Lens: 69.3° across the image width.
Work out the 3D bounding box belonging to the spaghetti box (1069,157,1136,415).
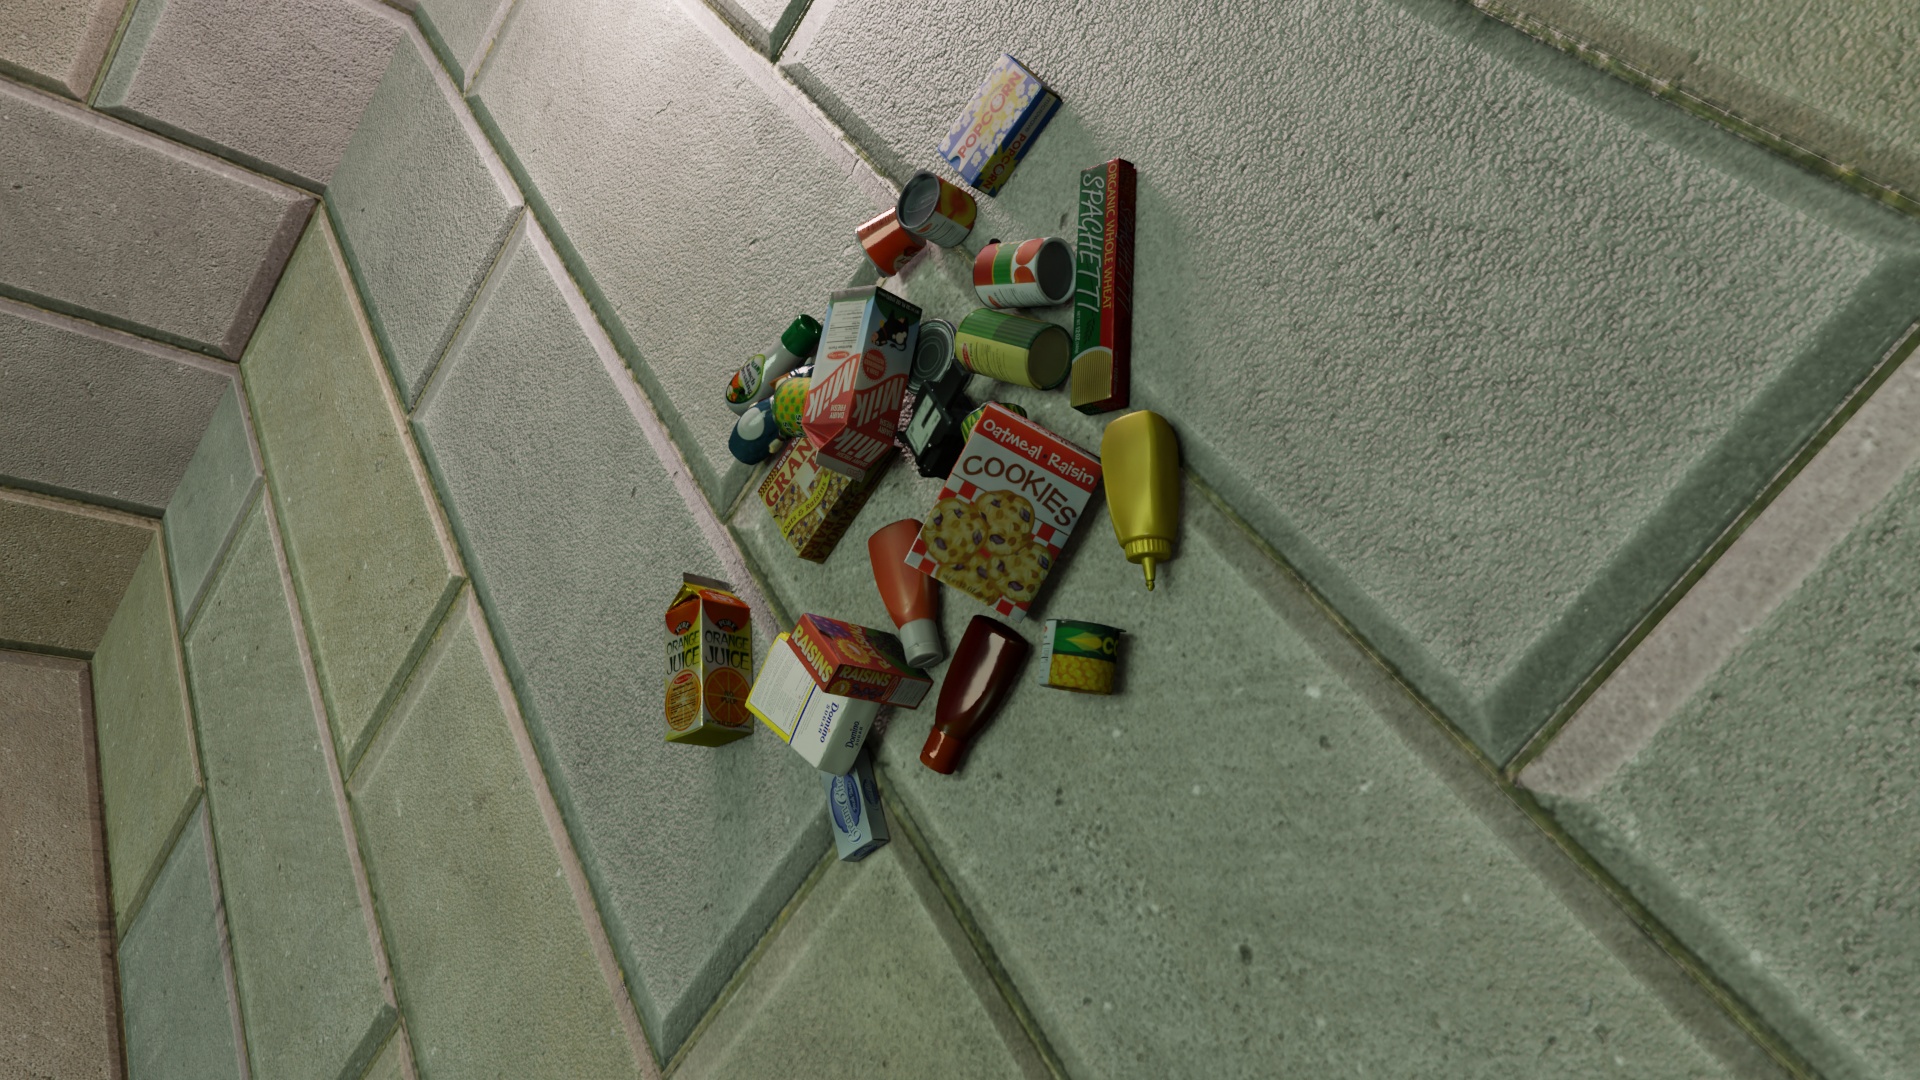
[{"bbox_3d":[0.136,-0.243,1.317,0.050,0.028,0.250,-10,70,42],"label":"spaghetti box"}]

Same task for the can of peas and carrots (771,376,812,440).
[{"bbox_3d":[-0.160,-0.140,1.489,0.058,0.071,0.071,8,83,45],"label":"can of peas and carrots"}]

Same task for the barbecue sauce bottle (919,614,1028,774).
[{"bbox_3d":[0.008,0.147,1.306,0.065,0.043,0.148,34,102,45],"label":"barbecue sauce bottle"}]

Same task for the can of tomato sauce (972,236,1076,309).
[{"bbox_3d":[0.064,-0.264,1.367,0.083,0.071,0.071,5,81,45],"label":"can of tomato sauce"}]

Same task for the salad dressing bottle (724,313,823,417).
[{"bbox_3d":[-0.220,-0.207,1.644,0.147,0.044,0.064,-42,50,27],"label":"salad dressing bottle"}]

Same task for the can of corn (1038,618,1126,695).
[{"bbox_3d":[0.106,0.102,1.210,0.071,0.071,0.058,0,78,45],"label":"can of corn"}]

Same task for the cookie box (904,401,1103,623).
[{"bbox_3d":[0.042,-0.027,1.281,0.123,0.040,0.167,28,100,1],"label":"cookie box"}]

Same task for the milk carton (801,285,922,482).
[{"bbox_3d":[-0.106,-0.161,1.444,0.073,0.072,0.191,3,77,43],"label":"milk carton"}]

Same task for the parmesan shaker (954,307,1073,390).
[{"bbox_3d":[0.054,-0.185,1.356,0.103,0.071,0.071,22,93,45],"label":"parmesan shaker"}]

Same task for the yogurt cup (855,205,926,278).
[{"bbox_3d":[-0.074,-0.332,1.529,0.054,0.072,0.072,-31,57,25],"label":"yogurt cup"}]

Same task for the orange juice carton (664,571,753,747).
[{"bbox_3d":[-0.288,0.131,1.581,0.073,0.072,0.193,-23,62,38],"label":"orange juice carton"}]

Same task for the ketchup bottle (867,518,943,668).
[{"bbox_3d":[-0.051,0.054,1.392,0.064,0.043,0.149,-27,59,22],"label":"ketchup bottle"}]

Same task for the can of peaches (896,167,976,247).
[{"bbox_3d":[-0.025,-0.357,1.492,0.071,0.058,0.071,-17,65,41],"label":"can of peaches"}]

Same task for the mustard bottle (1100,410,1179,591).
[{"bbox_3d":[0.159,-0.031,1.211,0.065,0.049,0.160,-18,66,40],"label":"mustard bottle"}]

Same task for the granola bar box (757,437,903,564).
[{"bbox_3d":[-0.148,-0.076,1.534,0.165,0.039,0.124,-53,47,18],"label":"granola bar box"}]

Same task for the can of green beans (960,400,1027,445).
[{"bbox_3d":[0.038,-0.091,1.336,0.071,0.071,0.058,-33,56,33],"label":"can of green beans"}]

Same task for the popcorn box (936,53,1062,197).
[{"bbox_3d":[0.040,-0.439,1.468,0.126,0.038,0.085,-52,49,19],"label":"popcorn box"}]

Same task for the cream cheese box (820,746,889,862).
[{"bbox_3d":[-0.107,0.264,1.395,0.053,0.024,0.104,-39,53,31],"label":"cream cheese box"}]

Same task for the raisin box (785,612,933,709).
[{"bbox_3d":[-0.098,0.119,1.362,0.040,0.123,0.086,-58,45,15],"label":"raisin box"}]
